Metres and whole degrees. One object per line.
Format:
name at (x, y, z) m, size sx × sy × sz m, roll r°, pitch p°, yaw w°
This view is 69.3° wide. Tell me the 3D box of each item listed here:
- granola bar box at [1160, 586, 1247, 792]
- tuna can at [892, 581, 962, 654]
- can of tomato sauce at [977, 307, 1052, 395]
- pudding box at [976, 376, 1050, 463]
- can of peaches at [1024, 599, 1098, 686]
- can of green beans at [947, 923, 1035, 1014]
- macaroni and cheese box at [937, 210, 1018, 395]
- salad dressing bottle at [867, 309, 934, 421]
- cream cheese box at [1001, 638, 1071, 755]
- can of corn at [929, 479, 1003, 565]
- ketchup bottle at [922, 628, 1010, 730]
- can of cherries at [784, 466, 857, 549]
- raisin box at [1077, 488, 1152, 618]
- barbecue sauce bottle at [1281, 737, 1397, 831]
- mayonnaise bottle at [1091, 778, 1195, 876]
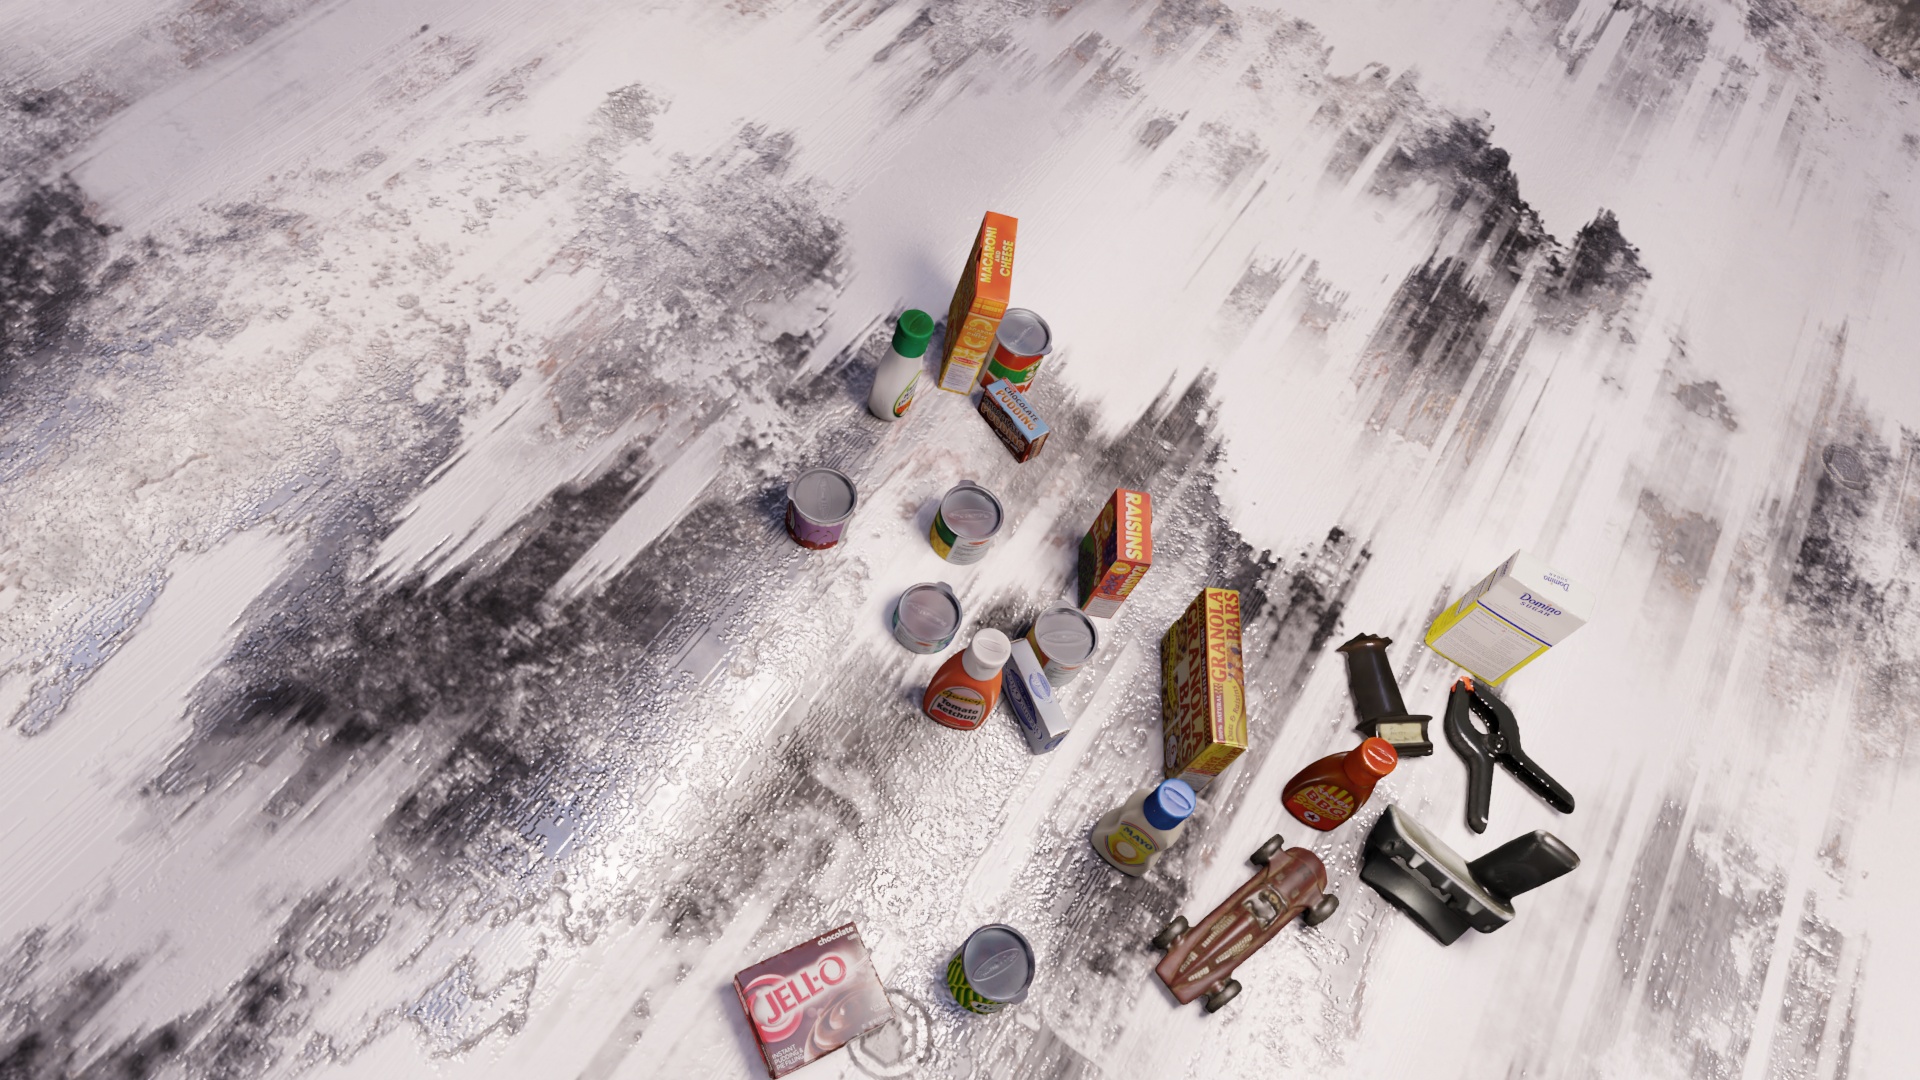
granola bar box at (0.236, 0.146, 1.362) m, size 0.039 × 0.123 × 0.166 m, roll 10°, pitch 58°, yaw -10°
tuna can at (-0.032, 0.076, 1.382) m, size 0.071 × 0.032 × 0.071 m, roll 7°, pitch 59°, yaw -12°
can of tomato sauce at (0.060, -0.206, 1.544) m, size 0.071 × 0.082 × 0.071 m, roll 7°, pitch 59°, yaw -12°
pudding box at (0.058, -0.132, 1.519) m, size 0.030 × 0.049 × 0.084 m, roll -28°, pitch 71°, yaw -28°
can of peaches at (0.098, 0.104, 1.387) m, size 0.071 × 0.057 × 0.071 m, roll 7°, pitch 59°, yaw -12°
can of green beans at (0.026, 0.373, 1.209) m, size 0.071 × 0.057 × 0.071 m, roll 7°, pitch 59°, yaw -12°
macaroni and cheese box at (0.018, -0.256, 1.511) m, size 0.040 × 0.165 × 0.124 m, roll 12°, pitch 58°, yaw -9°
salad dressing bottle at (-0.062, -0.183, 1.458) m, size 0.044 × 0.147 × 0.064 m, roll 34°, pitch 57°, yaw 5°
cream cheese box at (0.069, 0.153, 1.353) m, size 0.024 × 0.053 × 0.104 m, roll -16°, pitch 66°, yaw -23°
can of corn at (0.005, -0.018, 1.432) m, size 0.071 × 0.058 × 0.071 m, roll 7°, pitch 59°, yaw -12°
ketchup bottle at (0.010, 0.128, 1.294) m, size 0.065 × 0.148 × 0.044 m, roll 20°, pitch 57°, yaw -4°
can of cherries at (-0.143, -0.033, 1.399) m, size 0.071 × 0.058 × 0.072 m, roll 7°, pitch 59°, yaw -12°
raisin box at (0.157, 0.015, 1.418) m, size 0.040 × 0.122 × 0.086 m, roll 10°, pitch 58°, yaw -10°
barbecue sauce bottle at (0.368, 0.232, 1.335) m, size 0.065 × 0.147 × 0.044 m, roll 32°, pitch 57°, yaw 4°
mayonnaise bottle at (0.170, 0.258, 1.263) m, size 0.065 × 0.147 × 0.041 m, roll 37°, pitch 58°, yaw 7°
